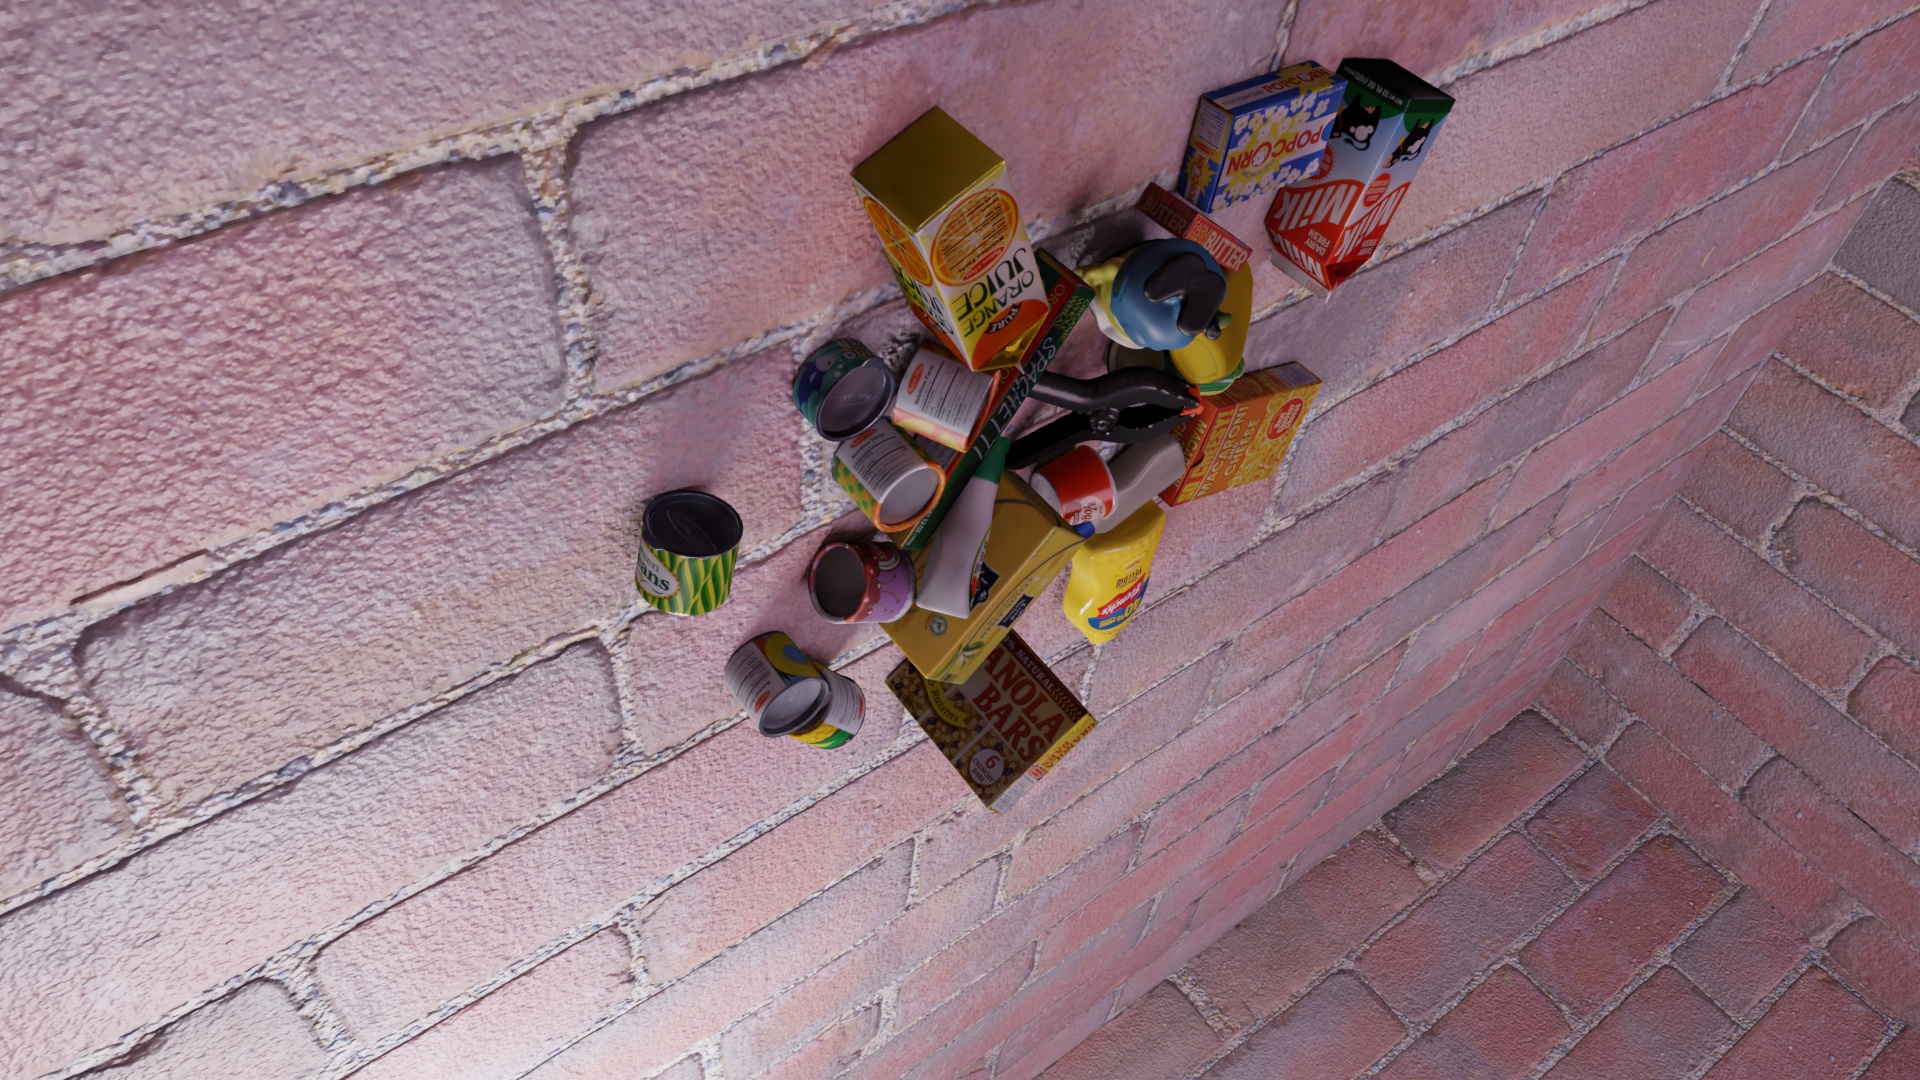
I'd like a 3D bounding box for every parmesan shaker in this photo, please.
[{"bbox_3d":[0.183,-0.153,1.176,0.103,0.071,0.071,-10,136,-44],"label":"parmesan shaker"}]

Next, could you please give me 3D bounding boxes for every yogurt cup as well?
[{"bbox_3d":[0.097,-0.044,1.221,0.054,0.072,0.072,-22,145,-19],"label":"yogurt cup"}]

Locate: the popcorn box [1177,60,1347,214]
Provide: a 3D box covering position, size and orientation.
[{"bbox_3d":[0.231,-0.310,1.067,0.127,0.038,0.084,-25,145,-29],"label":"popcorn box"}]

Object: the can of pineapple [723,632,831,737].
[{"bbox_3d":[-0.149,0.117,1.129,0.071,0.058,0.070,-31,148,-21],"label":"can of pineapple"}]

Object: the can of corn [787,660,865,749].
[{"bbox_3d":[-0.125,0.141,1.183,0.071,0.071,0.058,-45,150,3],"label":"can of corn"}]

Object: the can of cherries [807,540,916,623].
[{"bbox_3d":[-0.077,0.030,1.099,0.058,0.071,0.071,3,127,-50],"label":"can of cherries"}]

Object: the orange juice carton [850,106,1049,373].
[{"bbox_3d":[0.002,-0.182,0.917,0.073,0.072,0.192,-39,150,-7],"label":"orange juice carton"}]

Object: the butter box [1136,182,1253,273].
[{"bbox_3d":[0.183,-0.242,1.080,0.103,0.053,0.024,9,120,-55],"label":"butter box"}]

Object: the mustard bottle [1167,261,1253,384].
[{"bbox_3d":[0.210,-0.194,1.137,0.065,0.048,0.161,57,39,-28],"label":"mustard bottle"}]

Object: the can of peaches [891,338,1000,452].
[{"bbox_3d":[-0.010,-0.103,0.993,0.071,0.058,0.071,19,94,-84],"label":"can of peaches"}]

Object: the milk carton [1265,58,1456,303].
[{"bbox_3d":[0.323,-0.297,1.161,0.074,0.072,0.189,-16,140,-40],"label":"milk carton"}]

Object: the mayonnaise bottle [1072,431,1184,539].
[{"bbox_3d":[0.142,-0.043,1.300,0.148,0.041,0.064,-37,147,-10],"label":"mayonnaise bottle"}]

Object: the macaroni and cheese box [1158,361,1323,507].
[{"bbox_3d":[0.273,-0.106,1.378,0.167,0.040,0.123,-17,140,-39],"label":"macaroni and cheese box"}]

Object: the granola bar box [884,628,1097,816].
[{"bbox_3d":[0.026,0.148,1.273,0.124,0.166,0.039,-43,149,0],"label":"granola bar box"}]

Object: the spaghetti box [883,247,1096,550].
[{"bbox_3d":[0.013,-0.103,1.054,0.029,0.050,0.249,7,124,-53],"label":"spaghetti box"}]

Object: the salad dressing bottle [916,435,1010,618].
[{"bbox_3d":[0.004,-0.014,1.106,0.064,0.044,0.147,81,24,-88],"label":"salad dressing bottle"}]

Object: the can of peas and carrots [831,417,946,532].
[{"bbox_3d":[-0.052,-0.047,1.036,0.071,0.059,0.070,-30,148,-21],"label":"can of peas and carrots"}]

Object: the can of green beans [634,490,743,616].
[{"bbox_3d":[-0.184,0.009,0.939,0.071,0.071,0.057,-18,142,-37],"label":"can of green beans"}]

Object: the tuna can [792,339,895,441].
[{"bbox_3d":[-0.079,-0.105,0.954,0.071,0.033,0.070,-31,148,-22],"label":"tuna can"}]
